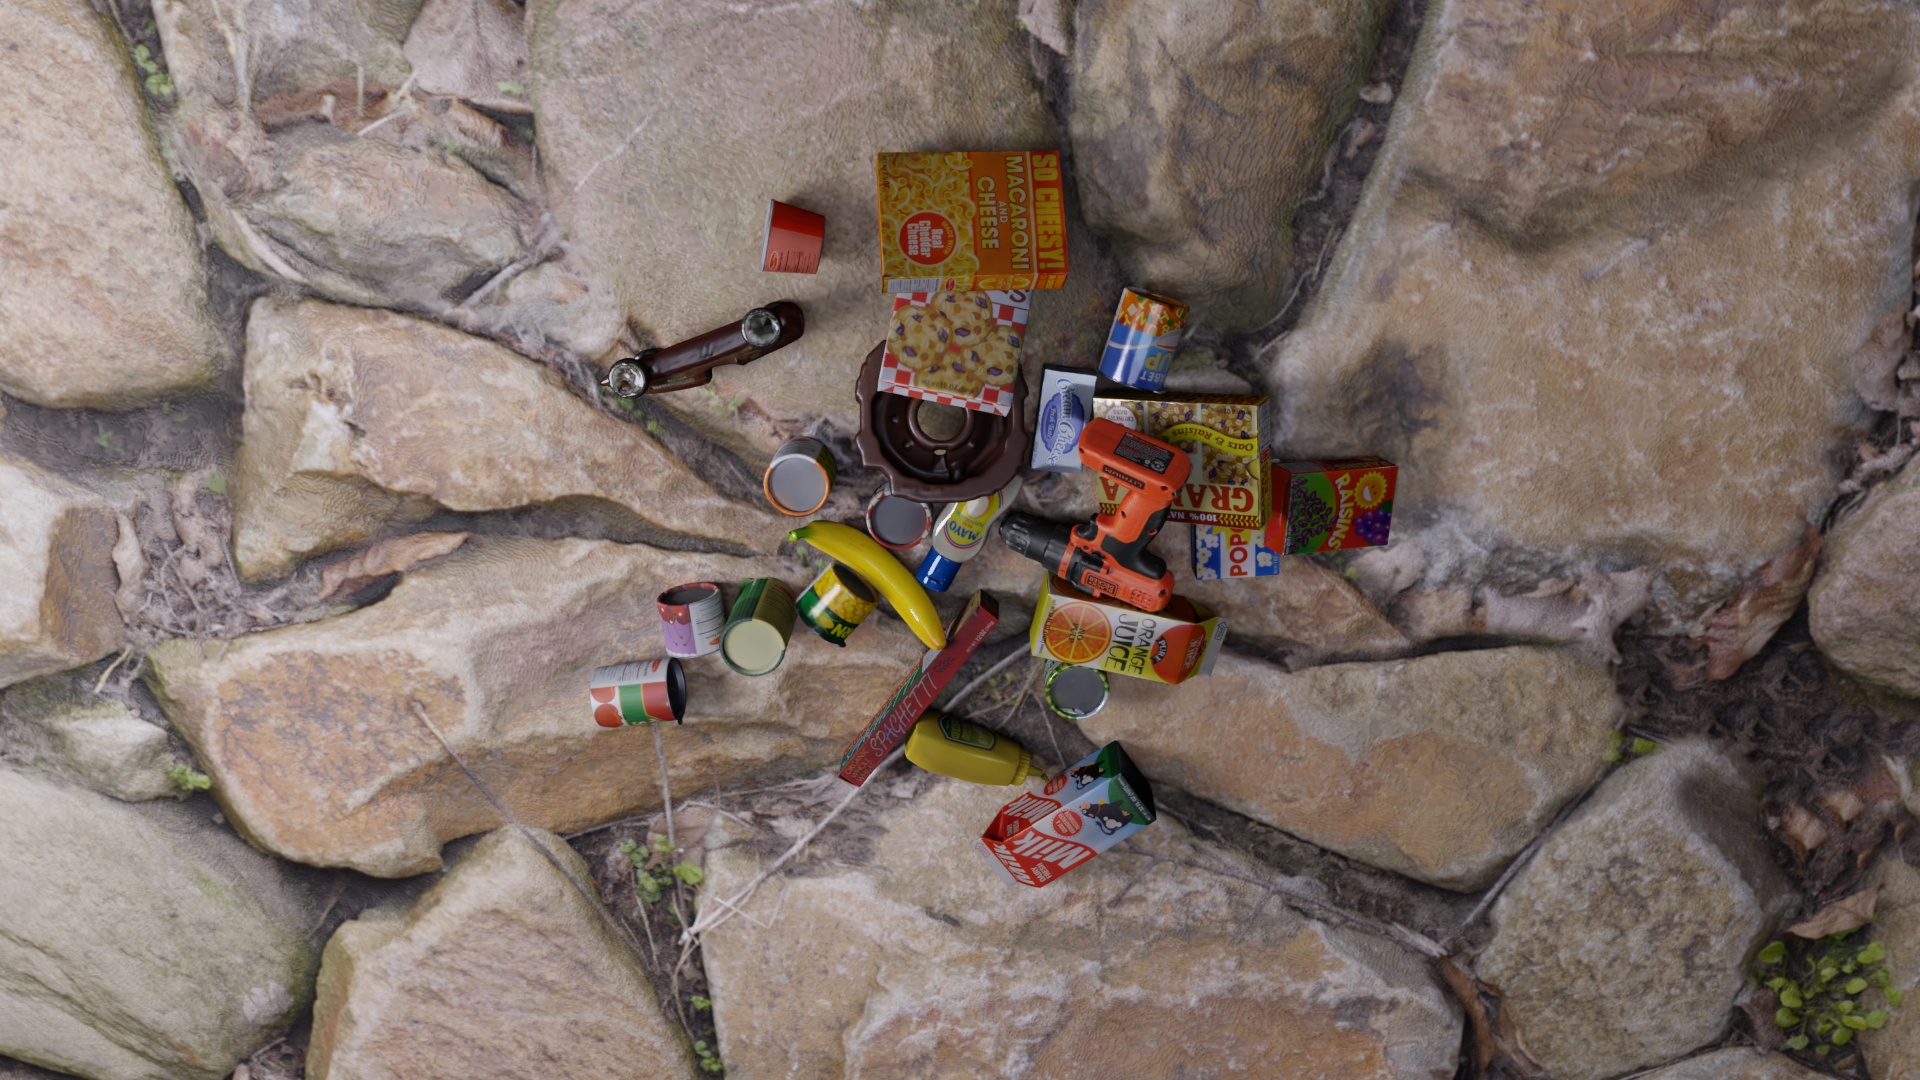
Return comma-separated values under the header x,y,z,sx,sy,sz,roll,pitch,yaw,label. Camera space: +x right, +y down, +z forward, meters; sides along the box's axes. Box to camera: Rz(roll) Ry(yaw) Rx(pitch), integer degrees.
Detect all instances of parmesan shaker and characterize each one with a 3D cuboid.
x,y,z,sx,sy,sz,roll,pitch,yaw,label
-0.205,0.085,1.402,0.071,0.103,0.071,0,110,1,parmesan shaker

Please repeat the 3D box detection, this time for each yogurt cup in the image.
x,y,z,sx,sy,sz,roll,pitch,yaw,label
-0.156,-0.279,1.292,0.054,0.072,0.072,9,110,-11,yogurt cup

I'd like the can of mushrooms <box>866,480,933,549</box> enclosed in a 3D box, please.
x,y,z,sx,sy,sz,roll,pitch,yaw,label
-0.061,-0.024,1.398,0.071,0.033,0.070,0,110,0,can of mushrooms

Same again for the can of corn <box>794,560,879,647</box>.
x,y,z,sx,sy,sz,roll,pitch,yaw,label
-0.123,0.064,1.412,0.071,0.071,0.058,40,105,-12,can of corn

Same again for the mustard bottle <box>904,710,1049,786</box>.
x,y,z,sx,sy,sz,roll,pitch,yaw,label
0.022,0.227,1.473,0.160,0.065,0.048,18,115,-12,mustard bottle

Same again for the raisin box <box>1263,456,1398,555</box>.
x,y,z,sx,sy,sz,roll,pitch,yaw,label
0.363,-0.034,1.362,0.123,0.040,0.085,-5,109,-19,raisin box

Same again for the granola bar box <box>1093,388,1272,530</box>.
x,y,z,sx,sy,sz,roll,pitch,yaw,label
0.212,-0.079,1.333,0.165,0.039,0.123,6,113,28,granola bar box

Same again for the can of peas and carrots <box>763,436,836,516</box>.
x,y,z,sx,sy,sz,roll,pitch,yaw,label
-0.157,-0.061,1.373,0.071,0.059,0.070,0,110,1,can of peas and carrots

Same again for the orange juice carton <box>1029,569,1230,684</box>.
x,y,z,sx,sy,sz,roll,pitch,yaw,label
0.172,0.091,1.414,0.193,0.073,0.071,12,110,-4,orange juice carton

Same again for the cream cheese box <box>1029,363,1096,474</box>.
x,y,z,sx,sy,sz,roll,pitch,yaw,label
0.101,-0.119,1.366,0.053,0.024,0.103,6,110,-3,cream cheese box

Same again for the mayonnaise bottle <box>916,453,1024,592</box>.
x,y,z,sx,sy,sz,roll,pitch,yaw,label
0.005,-0.017,1.394,0.065,0.041,0.147,27,107,-7,mayonnaise bottle

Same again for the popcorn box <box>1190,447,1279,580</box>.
x,y,z,sx,sy,sz,roll,pitch,yaw,label
0.274,-0.026,1.388,0.085,0.038,0.126,-4,110,3,popcorn box

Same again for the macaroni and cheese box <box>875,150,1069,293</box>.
x,y,z,sx,sy,sz,roll,pitch,yaw,label
0.009,-0.290,1.260,0.167,0.040,0.124,-2,78,-6,macaroni and cheese box

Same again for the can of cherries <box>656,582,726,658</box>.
x,y,z,sx,sy,sz,roll,pitch,yaw,label
-0.276,0.081,1.423,0.071,0.072,0.058,-7,110,3,can of cherries

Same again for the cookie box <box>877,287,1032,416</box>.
x,y,z,sx,sy,sz,roll,pitch,yaw,label
0.000,-0.209,1.285,0.123,0.040,0.167,11,78,-3,cookie box

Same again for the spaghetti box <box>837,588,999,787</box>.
x,y,z,sx,sy,sz,roll,pitch,yaw,label
-0.045,0.157,1.454,0.028,0.050,0.249,36,107,-10,spaghetti box

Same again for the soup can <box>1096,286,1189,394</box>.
x,y,z,sx,sy,sz,roll,pitch,yaw,label
0.176,-0.190,1.315,0.071,0.071,0.083,16,109,-5,soup can

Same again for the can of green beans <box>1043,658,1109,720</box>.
x,y,z,sx,sy,sz,roll,pitch,yaw,label
0.120,0.145,1.442,0.071,0.058,0.071,0,110,1,can of green beans

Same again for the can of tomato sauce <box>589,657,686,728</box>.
x,y,z,sx,sy,sz,roll,pitch,yaw,label
-0.336,0.162,1.451,0.083,0.071,0.071,-7,110,4,can of tomato sauce

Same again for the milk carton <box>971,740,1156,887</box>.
x,y,z,sx,sy,sz,roll,pitch,yaw,label
0.109,0.303,1.491,0.190,0.074,0.072,-34,106,13,milk carton
